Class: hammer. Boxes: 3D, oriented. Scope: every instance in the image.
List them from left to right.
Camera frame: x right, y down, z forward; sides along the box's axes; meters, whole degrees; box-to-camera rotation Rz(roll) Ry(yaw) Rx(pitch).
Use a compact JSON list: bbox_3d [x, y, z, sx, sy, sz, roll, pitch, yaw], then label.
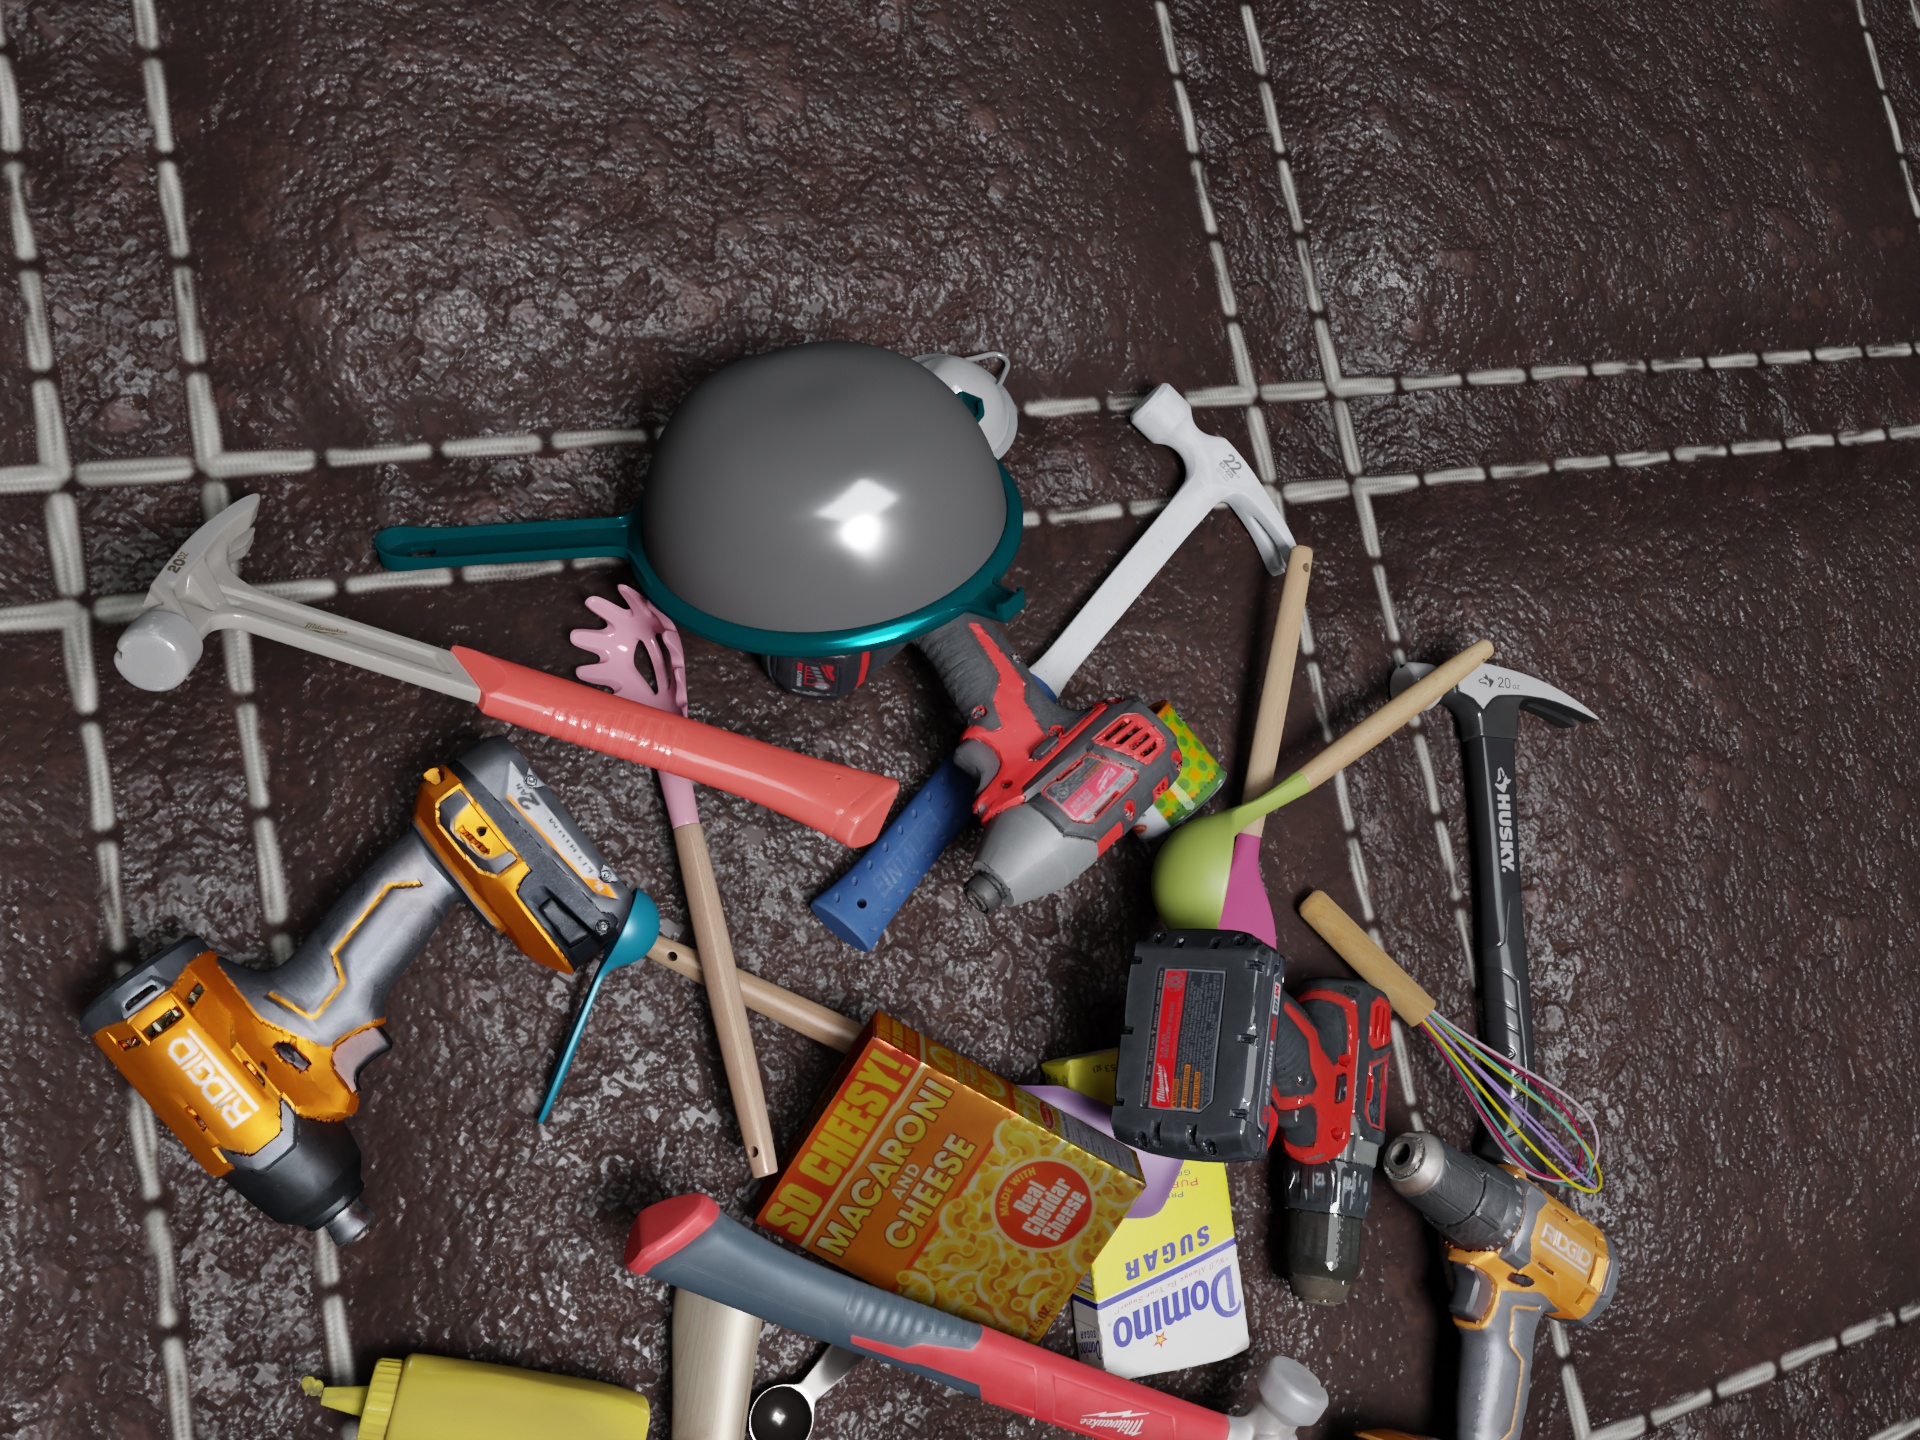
[{"bbox_3d":[-0.204,-0.014,0.784,0.359,0.036,0.149,18,29,-12],"label":"hammer"},{"bbox_3d":[-0.130,0.465,0.744,0.038,0.146,0.411,38,55,-56],"label":"hammer"},{"bbox_3d":[0.002,0.340,0.813,0.386,0.038,0.143,27,98,-19],"label":"hammer"},{"bbox_3d":[0.059,-0.024,0.954,0.144,0.035,0.405,43,68,-8],"label":"hammer"},{"bbox_3d":[0.359,0.129,1.041,0.146,0.035,0.335,4,78,-20],"label":"hammer"}]

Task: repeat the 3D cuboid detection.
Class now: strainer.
[{"bbox_3d":[-0.137,-0.129,0.820,0.340,0.095,0.211,-5,44,-4],"label":"strainer"},{"bbox_3d":[-0.046,-0.141,0.936,0.087,0.050,0.258,37,71,6],"label":"strainer"}]

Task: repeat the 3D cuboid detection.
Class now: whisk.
[{"bbox_3d":[0.303,0.197,0.984,0.245,0.051,0.047,45,62,8],"label":"whisk"}]

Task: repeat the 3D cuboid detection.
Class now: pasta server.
[{"bbox_3d":[-0.142,0.082,0.836,0.040,0.060,0.316,9,64,-65],"label":"pasta server"}]

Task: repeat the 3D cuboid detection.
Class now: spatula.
[{"bbox_3d":[-0.025,0.190,0.861,0.316,0.018,0.060,27,87,-5],"label":"spatula"}]

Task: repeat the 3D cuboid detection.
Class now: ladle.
[{"bbox_3d":[0.233,0.033,0.966,0.320,0.078,0.062,-31,60,-28],"label":"ladle"}]

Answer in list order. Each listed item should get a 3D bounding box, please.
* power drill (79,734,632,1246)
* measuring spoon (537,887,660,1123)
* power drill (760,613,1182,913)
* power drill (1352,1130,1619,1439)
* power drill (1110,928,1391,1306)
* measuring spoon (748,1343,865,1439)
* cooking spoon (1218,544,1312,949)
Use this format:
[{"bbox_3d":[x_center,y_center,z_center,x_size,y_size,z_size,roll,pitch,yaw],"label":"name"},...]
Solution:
[{"bbox_3d":[-0.273,0.131,0.770,0.226,0.084,0.164,-39,96,-19],"label":"power drill"},{"bbox_3d":[-0.184,0.149,0.820,0.021,0.042,0.128,24,85,-15],"label":"measuring spoon"},{"bbox_3d":[-0.001,-0.003,0.866,0.220,0.078,0.143,43,67,12],"label":"power drill"},{"bbox_3d":[0.291,0.367,0.930,0.185,0.084,0.226,37,65,-24],"label":"power drill"},{"bbox_3d":[0.174,0.220,0.884,0.226,0.080,0.188,31,62,-48],"label":"power drill"},{"bbox_3d":[-0.065,0.338,0.847,0.124,0.018,0.034,-39,88,-30],"label":"measuring spoon"},{"bbox_3d":[0.182,0.046,0.980,0.068,0.017,0.319,16,82,-24],"label":"cooking spoon"}]
